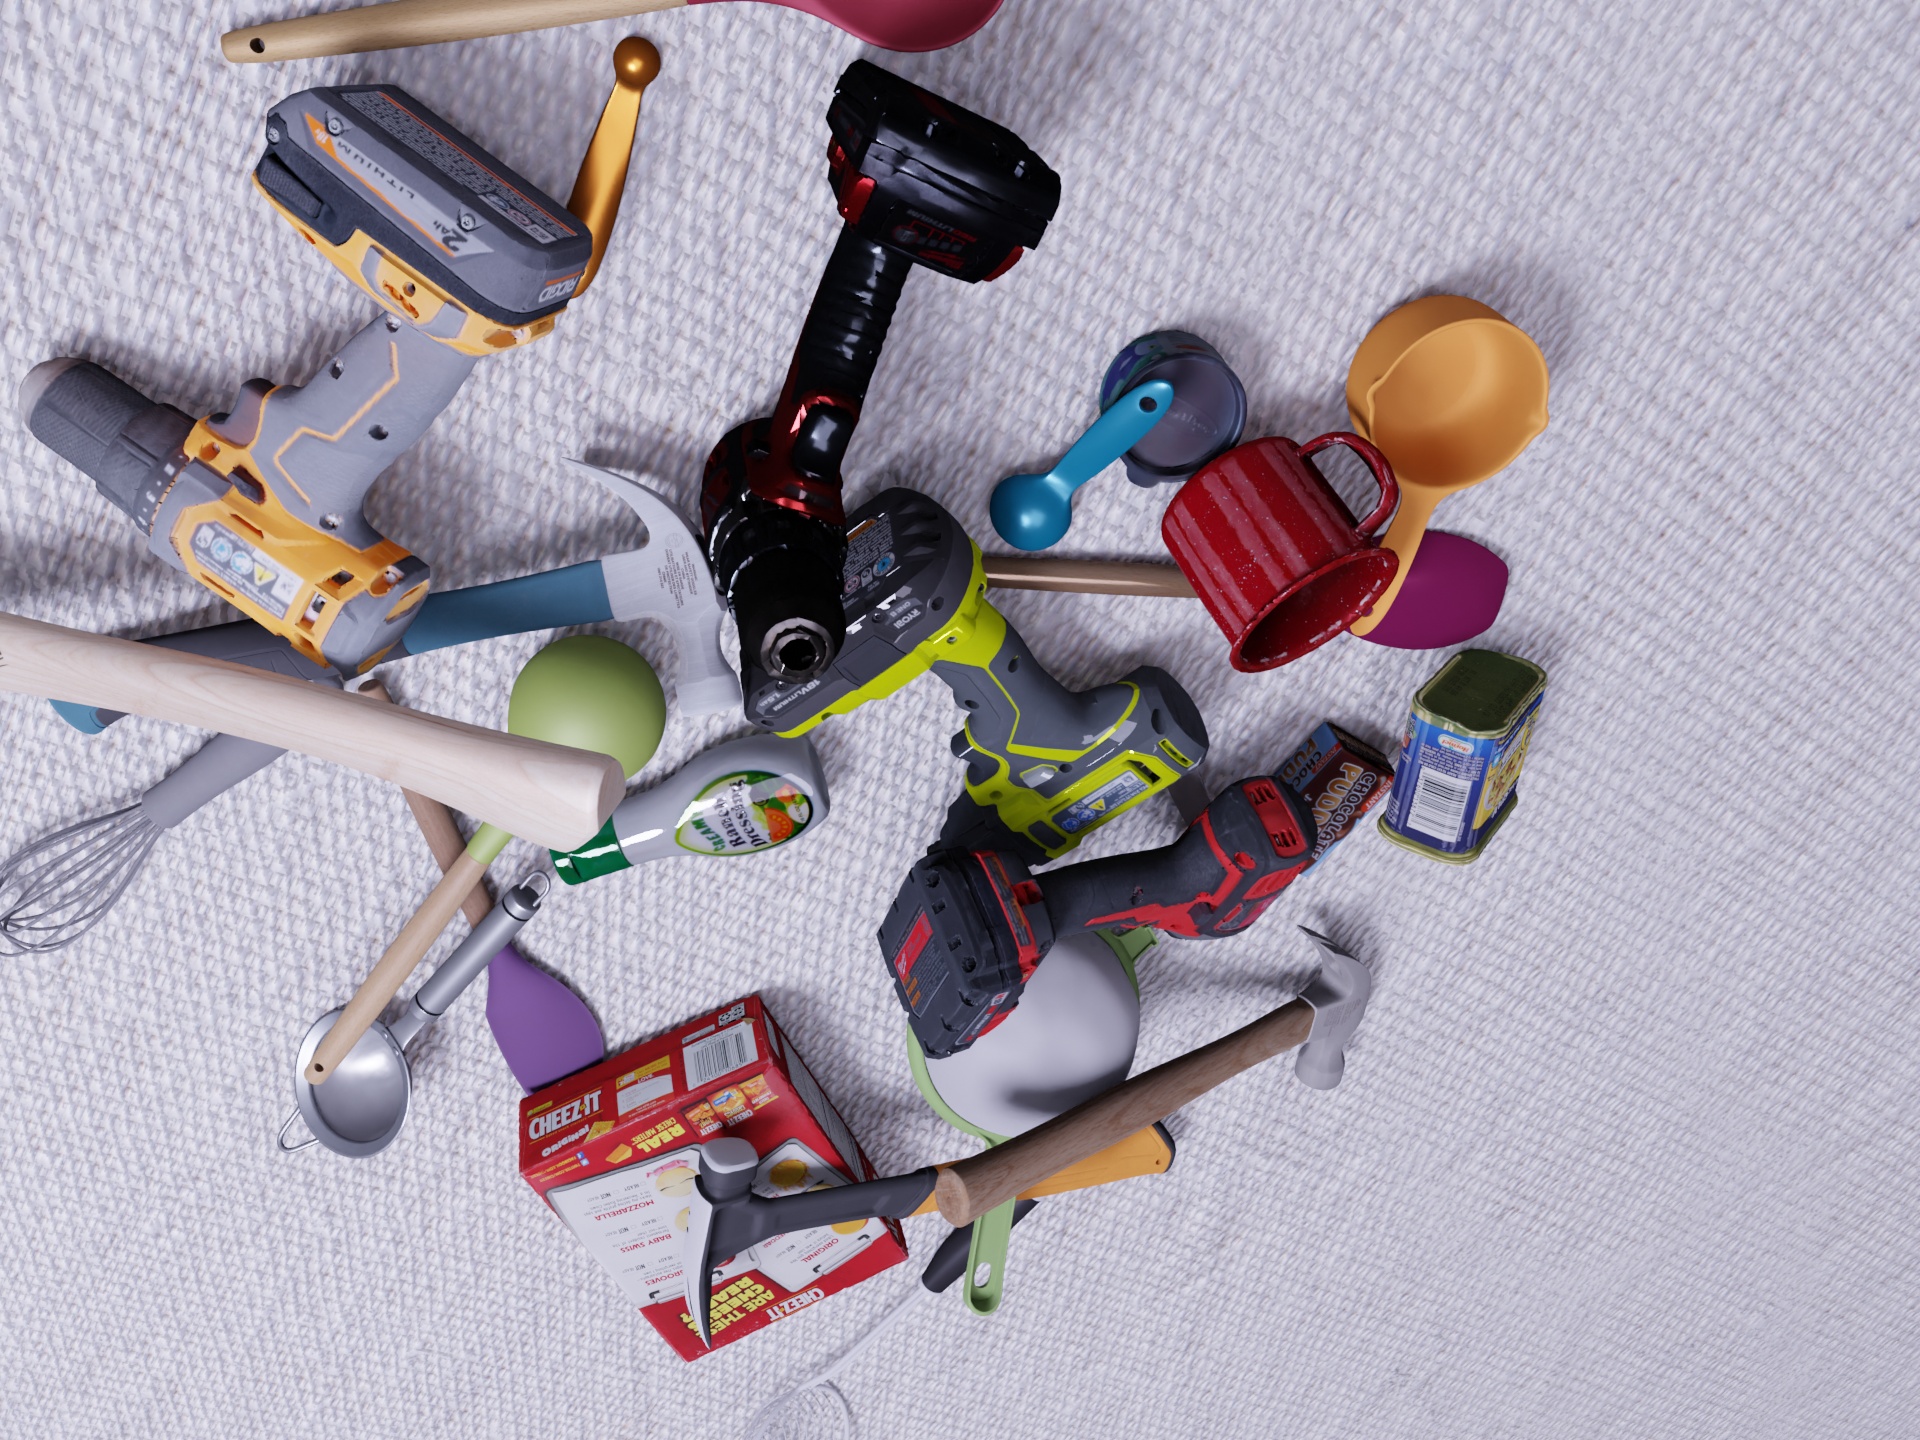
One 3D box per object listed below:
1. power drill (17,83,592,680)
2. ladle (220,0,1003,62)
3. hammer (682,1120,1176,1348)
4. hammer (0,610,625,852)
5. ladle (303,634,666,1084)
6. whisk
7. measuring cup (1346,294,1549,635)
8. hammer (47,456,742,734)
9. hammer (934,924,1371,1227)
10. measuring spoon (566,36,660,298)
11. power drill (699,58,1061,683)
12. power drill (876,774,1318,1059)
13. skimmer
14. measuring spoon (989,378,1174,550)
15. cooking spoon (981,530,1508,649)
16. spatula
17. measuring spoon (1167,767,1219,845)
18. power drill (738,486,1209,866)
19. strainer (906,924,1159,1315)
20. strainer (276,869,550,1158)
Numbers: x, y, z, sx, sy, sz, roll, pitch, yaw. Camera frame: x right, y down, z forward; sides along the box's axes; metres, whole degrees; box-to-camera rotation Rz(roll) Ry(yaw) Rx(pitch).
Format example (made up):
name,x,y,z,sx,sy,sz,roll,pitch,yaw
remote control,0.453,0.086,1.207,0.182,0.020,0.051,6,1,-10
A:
name,x,y,z,sx,sy,sz,roll,pitch,yaw
power drill,-0.279,-0.151,0.663,0.185,0.084,0.226,35,114,-5
ladle,-0.135,-0.288,0.634,0.315,0.031,0.069,-8,116,-1
hammer,-0.009,0.298,0.992,0.336,0.034,0.127,-1,113,-30
hammer,-0.342,-0.022,0.686,0.410,0.038,0.146,13,127,8
ladle,-0.262,0.083,0.840,0.078,0.062,0.320,38,112,-7
whisk,-0.406,0.047,0.809,0.239,0.055,0.055,-34,123,10
measuring cup,0.221,-0.126,0.790,0.095,0.052,0.173,6,125,-14
hammer,-0.274,-0.041,0.752,0.331,0.033,0.128,-10,93,5
hammer,0.124,0.211,0.926,0.331,0.031,0.130,-16,127,-35
measuring spoon,-0.152,-0.232,0.678,0.021,0.011,0.117,16,120,-19
power drill,-0.046,-0.138,0.658,0.080,0.188,0.226,18,116,-21
power drill,0.075,0.103,0.856,0.219,0.079,0.143,-14,155,-23
skimmer,-0.042,0.459,1.125,0.363,0.090,0.127,-48,151,19
measuring spoon,0.056,-0.118,0.754,0.042,0.021,0.128,37,137,-13
cooking spoon,0.138,-0.071,0.832,0.319,0.017,0.068,2,117,-10
spatula,-0.266,0.105,0.888,0.060,0.018,0.315,-15,126,-3
measuring spoon,0.136,0.047,0.919,0.034,0.018,0.124,-18,119,16
power drill,-0.001,-0.003,0.814,0.171,0.080,0.223,-34,131,23
strainer,0.040,0.237,0.934,0.151,0.069,0.256,7,95,-22
strainer,-0.303,0.166,0.898,0.258,0.050,0.087,-44,75,24
